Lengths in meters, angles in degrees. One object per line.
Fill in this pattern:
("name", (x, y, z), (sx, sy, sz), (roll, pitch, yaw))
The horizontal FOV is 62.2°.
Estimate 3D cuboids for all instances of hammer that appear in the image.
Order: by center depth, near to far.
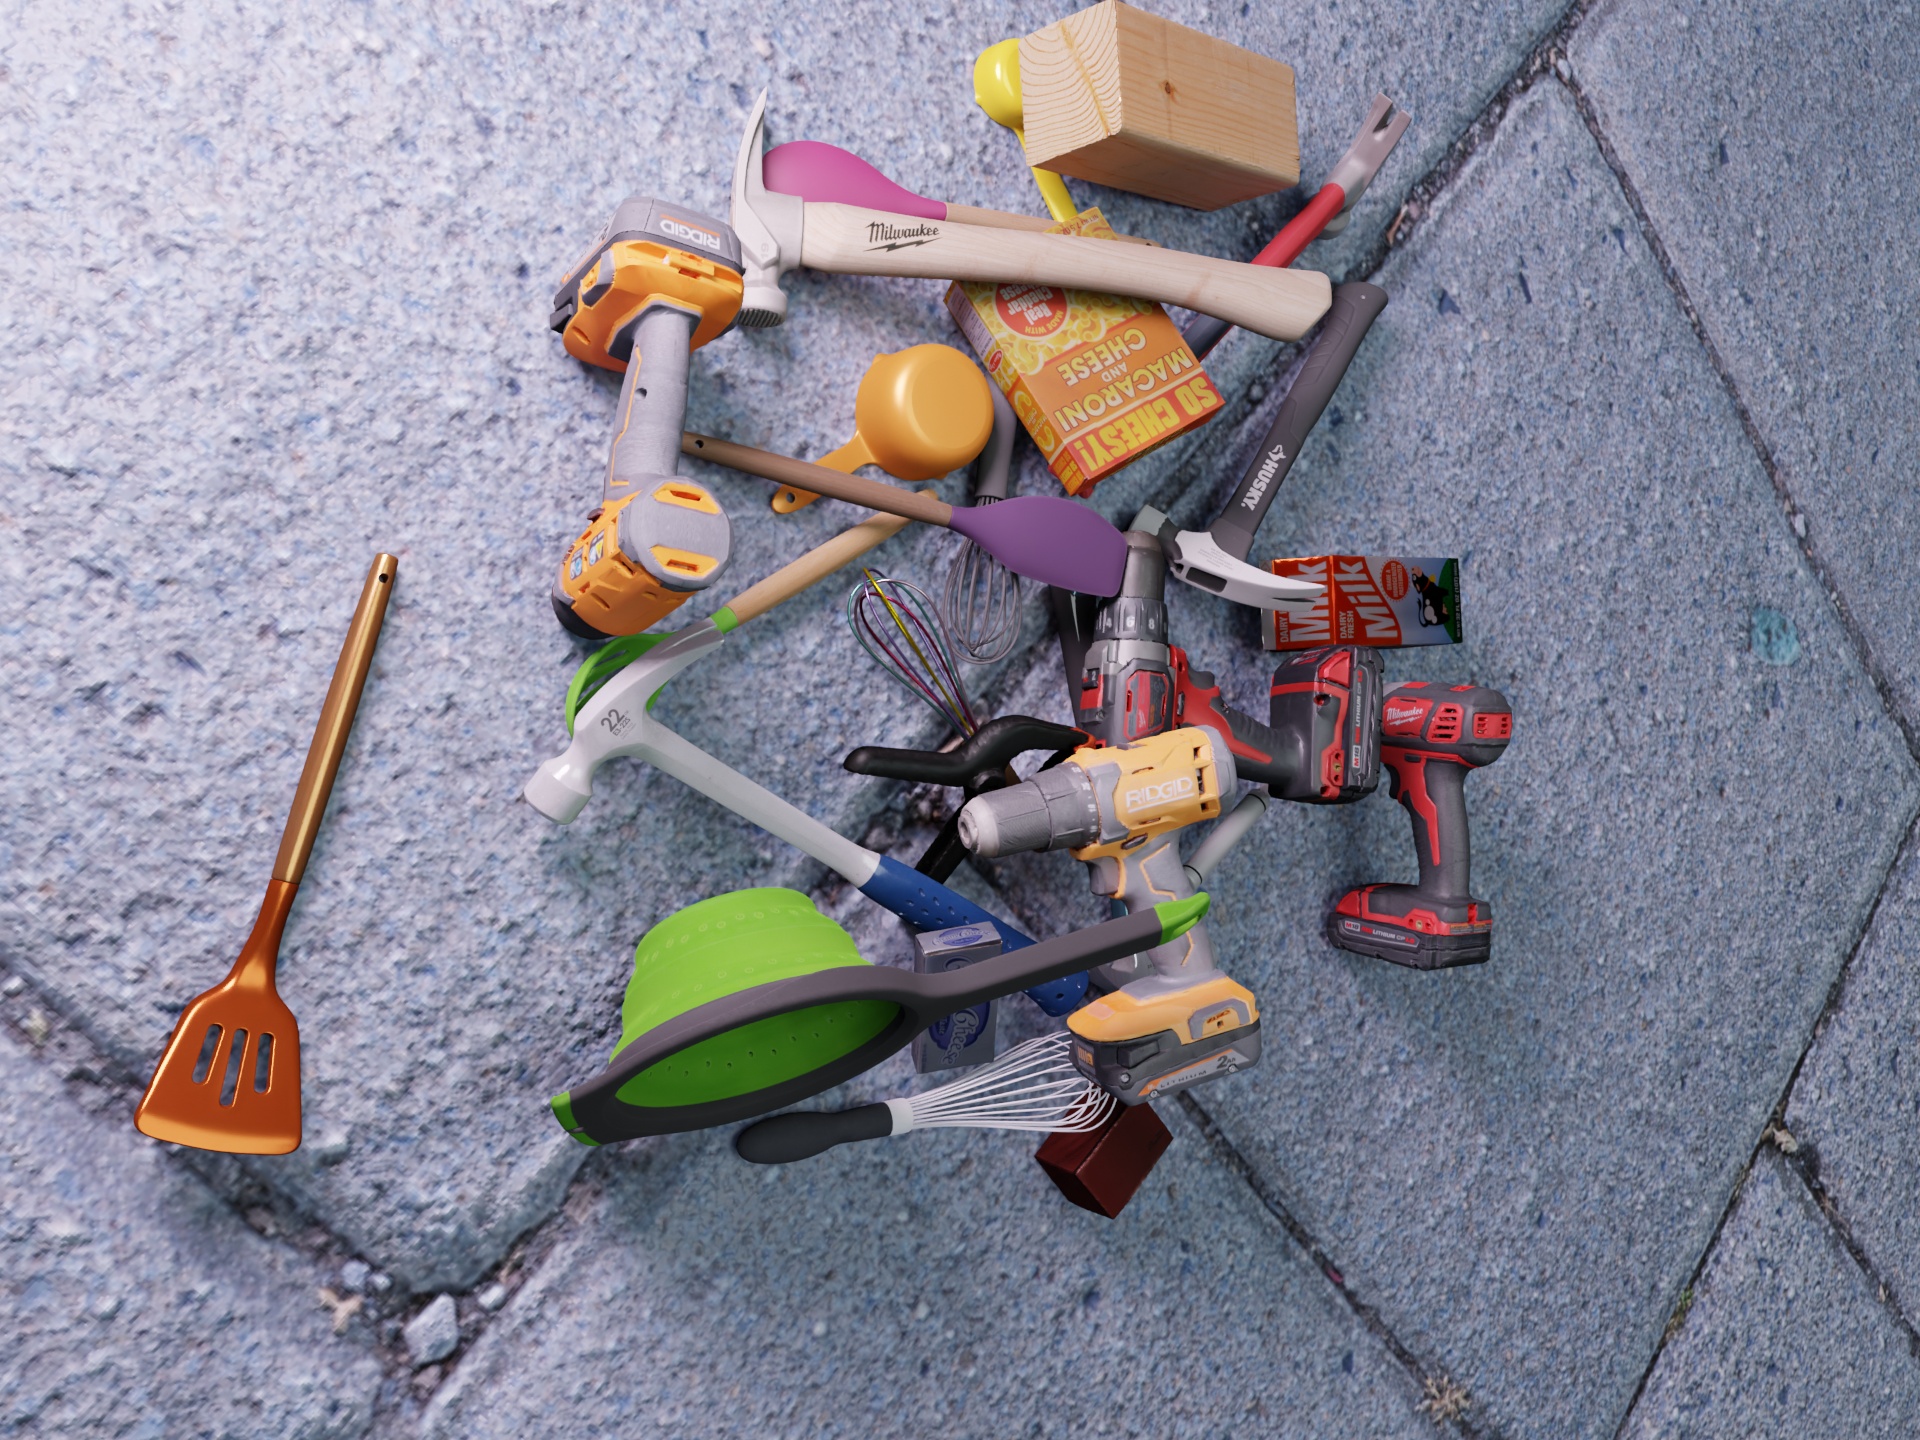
("hammer", (-0.062, 0.085, 0.995), (0.405, 0.035, 0.144), (35, 99, -32))
("hammer", (0.054, -0.314, 1.052), (0.410, 0.038, 0.146), (3, 85, -15))
("hammer", (0.107, 0.040, 1.153), (0.128, 0.033, 0.331), (-14, 96, -34))
("hammer", (0.198, -0.308, 1.177), (0.038, 0.143, 0.386), (40, 70, 4))
("hammer", (0.263, -0.225, 1.238), (0.146, 0.035, 0.335), (29, 63, 6))

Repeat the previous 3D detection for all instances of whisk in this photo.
("whisk", (-0.014, 0.258, 1.053), (0.284, 0.070, 0.070), (-4, 91, -29))
("whisk", (-0.002, -0.003, 1.077), (0.051, 0.047, 0.244), (-46, 116, -27))
("whisk", (0.023, -0.154, 1.096), (0.055, 0.055, 0.239), (13, 77, -33))

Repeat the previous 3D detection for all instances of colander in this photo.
("colander", (-0.049, 0.138, 0.943), (0.397, 0.204, 0.095), (-16, 65, -9))

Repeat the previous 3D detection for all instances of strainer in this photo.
("strainer", (0.228, 0.056, 1.213), (0.258, 0.050, 0.087), (-41, 105, -34))

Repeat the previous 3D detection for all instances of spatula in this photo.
("spatula", (-0.348, 0.062, 0.843), (0.081, 0.041, 0.323), (20, 77, -31))
("spatula", (-0.031, -0.141, 1.033), (0.315, 0.018, 0.060), (12, 85, -21))

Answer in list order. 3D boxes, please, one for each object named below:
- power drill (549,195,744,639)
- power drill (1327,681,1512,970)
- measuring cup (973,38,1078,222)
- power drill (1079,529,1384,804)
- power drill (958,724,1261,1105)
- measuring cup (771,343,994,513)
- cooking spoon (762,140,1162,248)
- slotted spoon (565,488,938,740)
("power drill", (-0.188, -0.159, 0.904), (0.084, 0.164, 0.227), (10, 70, -33))
("power drill", (0.359, 0.078, 1.263), (0.078, 0.143, 0.219), (0, 95, -35))
("measuring cup", (0.062, -0.411, 1.139), (0.062, 0.029, 0.156), (-36, 108, -29))
("power drill", (0.189, -0.030, 1.138), (0.226, 0.080, 0.188), (7, 83, -25))
("power drill", (0.100, 0.128, 1.032), (0.185, 0.084, 0.226), (-12, 99, -20))
("measuring cup", (-0.049, -0.184, 1.043), (0.173, 0.052, 0.095), (-39, 109, -29))
("cooking spoon", (0.010, -0.349, 1.104), (0.318, 0.017, 0.069), (0, 89, -30))
("slotted spoon", (-0.126, -0.075, 1.002), (0.314, 0.031, 0.070), (-36, 140, -33))
